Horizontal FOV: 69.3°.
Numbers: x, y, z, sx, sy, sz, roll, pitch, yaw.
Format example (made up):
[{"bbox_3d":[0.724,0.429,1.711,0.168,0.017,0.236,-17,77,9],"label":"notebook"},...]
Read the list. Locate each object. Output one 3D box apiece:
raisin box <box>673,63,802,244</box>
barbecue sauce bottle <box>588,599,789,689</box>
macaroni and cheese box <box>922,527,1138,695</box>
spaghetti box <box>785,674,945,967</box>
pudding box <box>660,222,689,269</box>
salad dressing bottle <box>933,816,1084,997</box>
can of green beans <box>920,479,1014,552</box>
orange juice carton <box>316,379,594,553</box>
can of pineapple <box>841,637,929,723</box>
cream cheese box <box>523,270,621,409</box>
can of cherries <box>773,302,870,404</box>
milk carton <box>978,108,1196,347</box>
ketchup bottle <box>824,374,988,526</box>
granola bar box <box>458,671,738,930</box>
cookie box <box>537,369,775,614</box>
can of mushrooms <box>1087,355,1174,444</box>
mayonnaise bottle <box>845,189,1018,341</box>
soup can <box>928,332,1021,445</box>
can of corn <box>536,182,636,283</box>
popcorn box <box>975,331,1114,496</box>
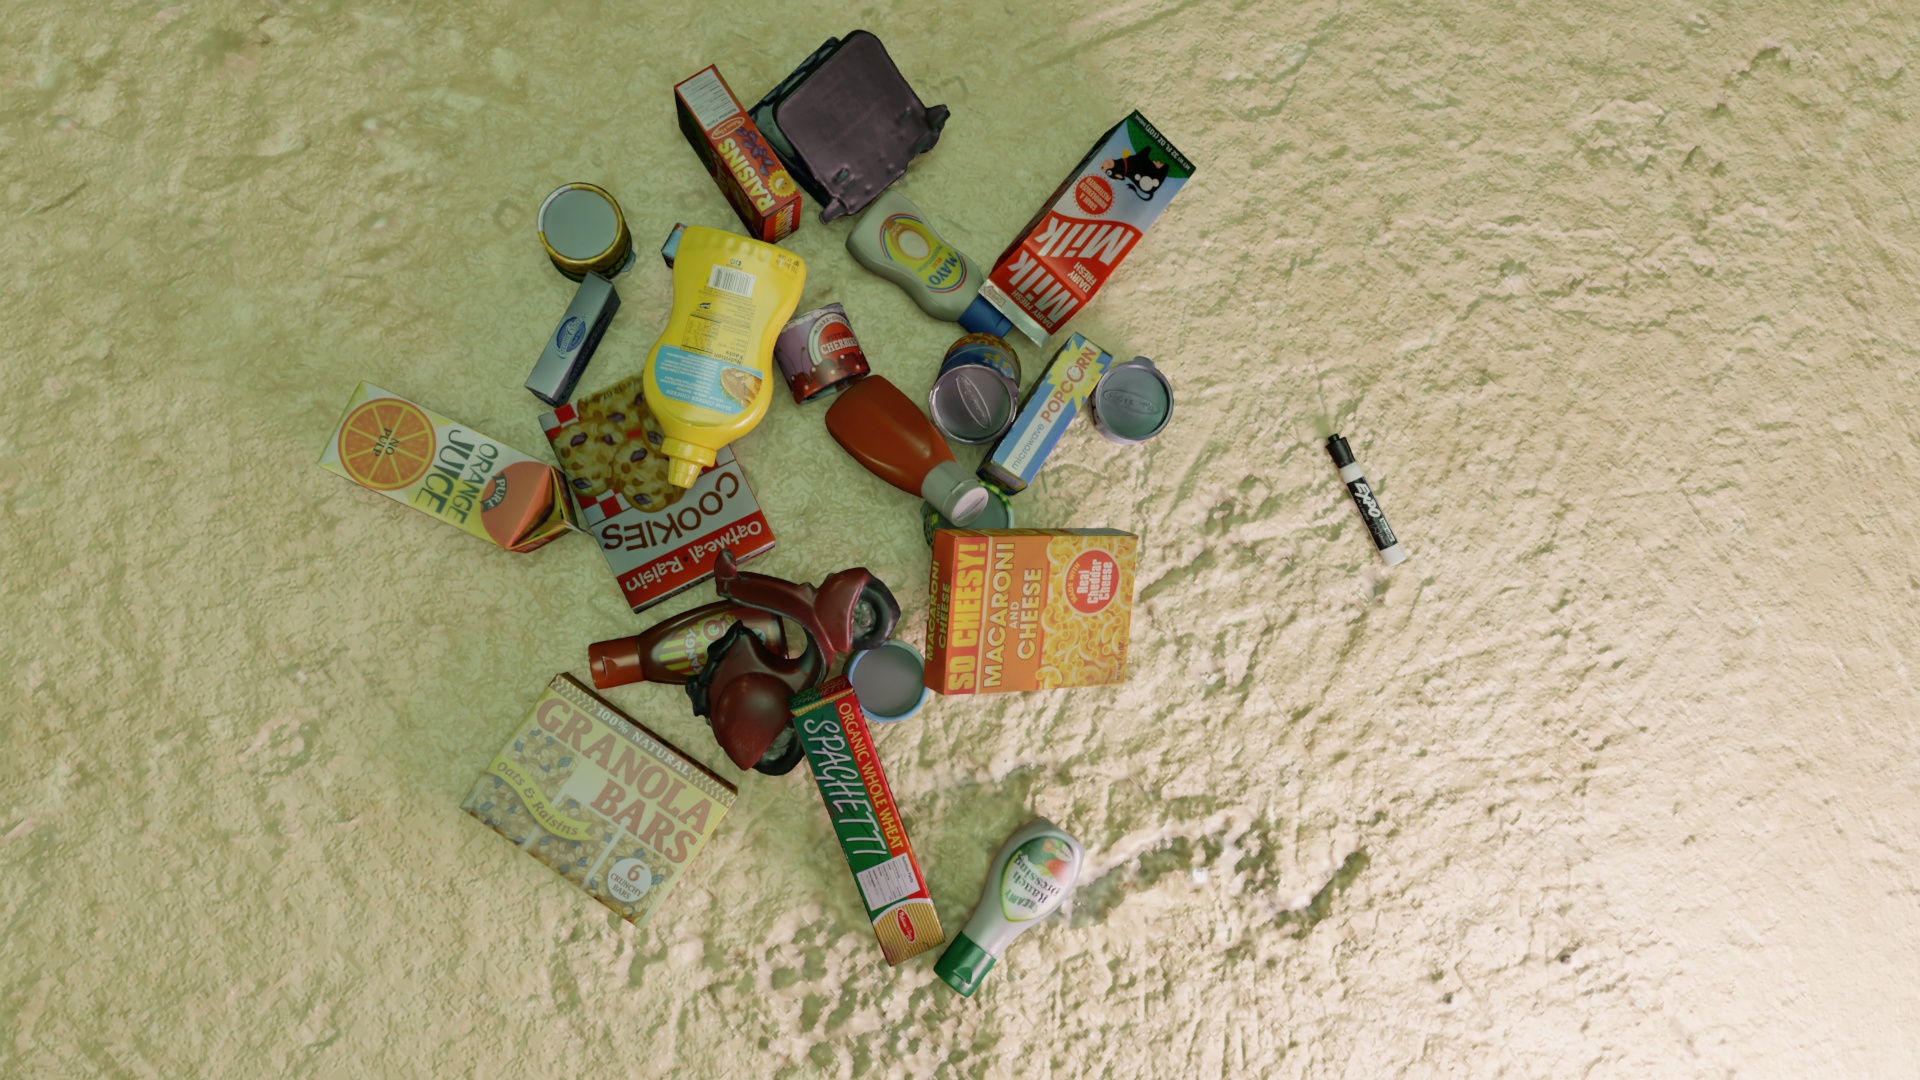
[{"bbox_3d":[-0.174,-0.299,1.092,0.040,0.086,0.123,-34,91,-11],"label":"raisin box"},{"bbox_3d":[-0.210,0.084,1.076,0.149,0.043,0.064,-10,95,-8],"label":"barbecue sauce bottle"},{"bbox_3d":[0.055,0.053,1.077,0.167,0.040,0.123,0,99,-29],"label":"macaroni and cheese box"},{"bbox_3d":[-0.068,0.212,1.036,0.050,0.029,0.249,-22,117,-10],"label":"spaghetti box"},{"bbox_3d":[-0.192,-0.216,1.101,0.084,0.049,0.030,27,84,-5],"label":"pudding box"},{"bbox_3d":[0.037,0.289,1.093,0.064,0.044,0.148,39,82,-5],"label":"salad dressing bottle"},{"bbox_3d":[0.006,-0.013,1.107,0.071,0.058,0.071,1,85,-8],"label":"can of green beans"},{"bbox_3d":[-0.370,-0.045,1.050,0.193,0.071,0.073,25,83,-5],"label":"orange juice carton"},{"bbox_3d":[-0.060,0.110,1.087,0.071,0.058,0.071,1,86,-8],"label":"can of pineapple"},{"bbox_3d":[-0.299,-0.154,1.079,0.024,0.053,0.104,27,82,-3],"label":"cream cheese box"},{"bbox_3d":[-0.110,-0.147,1.096,0.071,0.071,0.058,-24,89,-9],"label":"can of cherries"},{"bbox_3d":[0.098,-0.249,1.126,0.072,0.073,0.191,40,80,-12],"label":"milk carton"},{"bbox_3d":[-0.039,-0.067,1.076,0.065,0.043,0.149,-41,58,-11],"label":"ketchup bottle"},{"bbox_3d":[-0.273,0.197,1.060,0.165,0.039,0.124,35,82,-4],"label":"granola bar box"},{"bbox_3d":[-0.235,-0.044,1.086,0.123,0.040,0.167,-26,88,-10],"label":"cookie box"},{"bbox_3d":[0.141,-0.115,1.147,0.071,0.033,0.071,1,85,-7],"label":"can of mushrooms"},{"bbox_3d":[-0.019,-0.215,1.129,0.148,0.041,0.065,39,73,-4],"label":"mayonnaise bottle"},{"bbox_3d":[0.016,-0.121,1.090,0.071,0.084,0.071,3,116,5],"label":"soup can"},{"bbox_3d":[-0.291,-0.238,1.084,0.071,0.058,0.071,1,86,-8],"label":"can of corn"},{"bbox_3d":[0.065,-0.099,1.109,0.038,0.085,0.127,34,82,-3],"label":"popcorn box"}]
